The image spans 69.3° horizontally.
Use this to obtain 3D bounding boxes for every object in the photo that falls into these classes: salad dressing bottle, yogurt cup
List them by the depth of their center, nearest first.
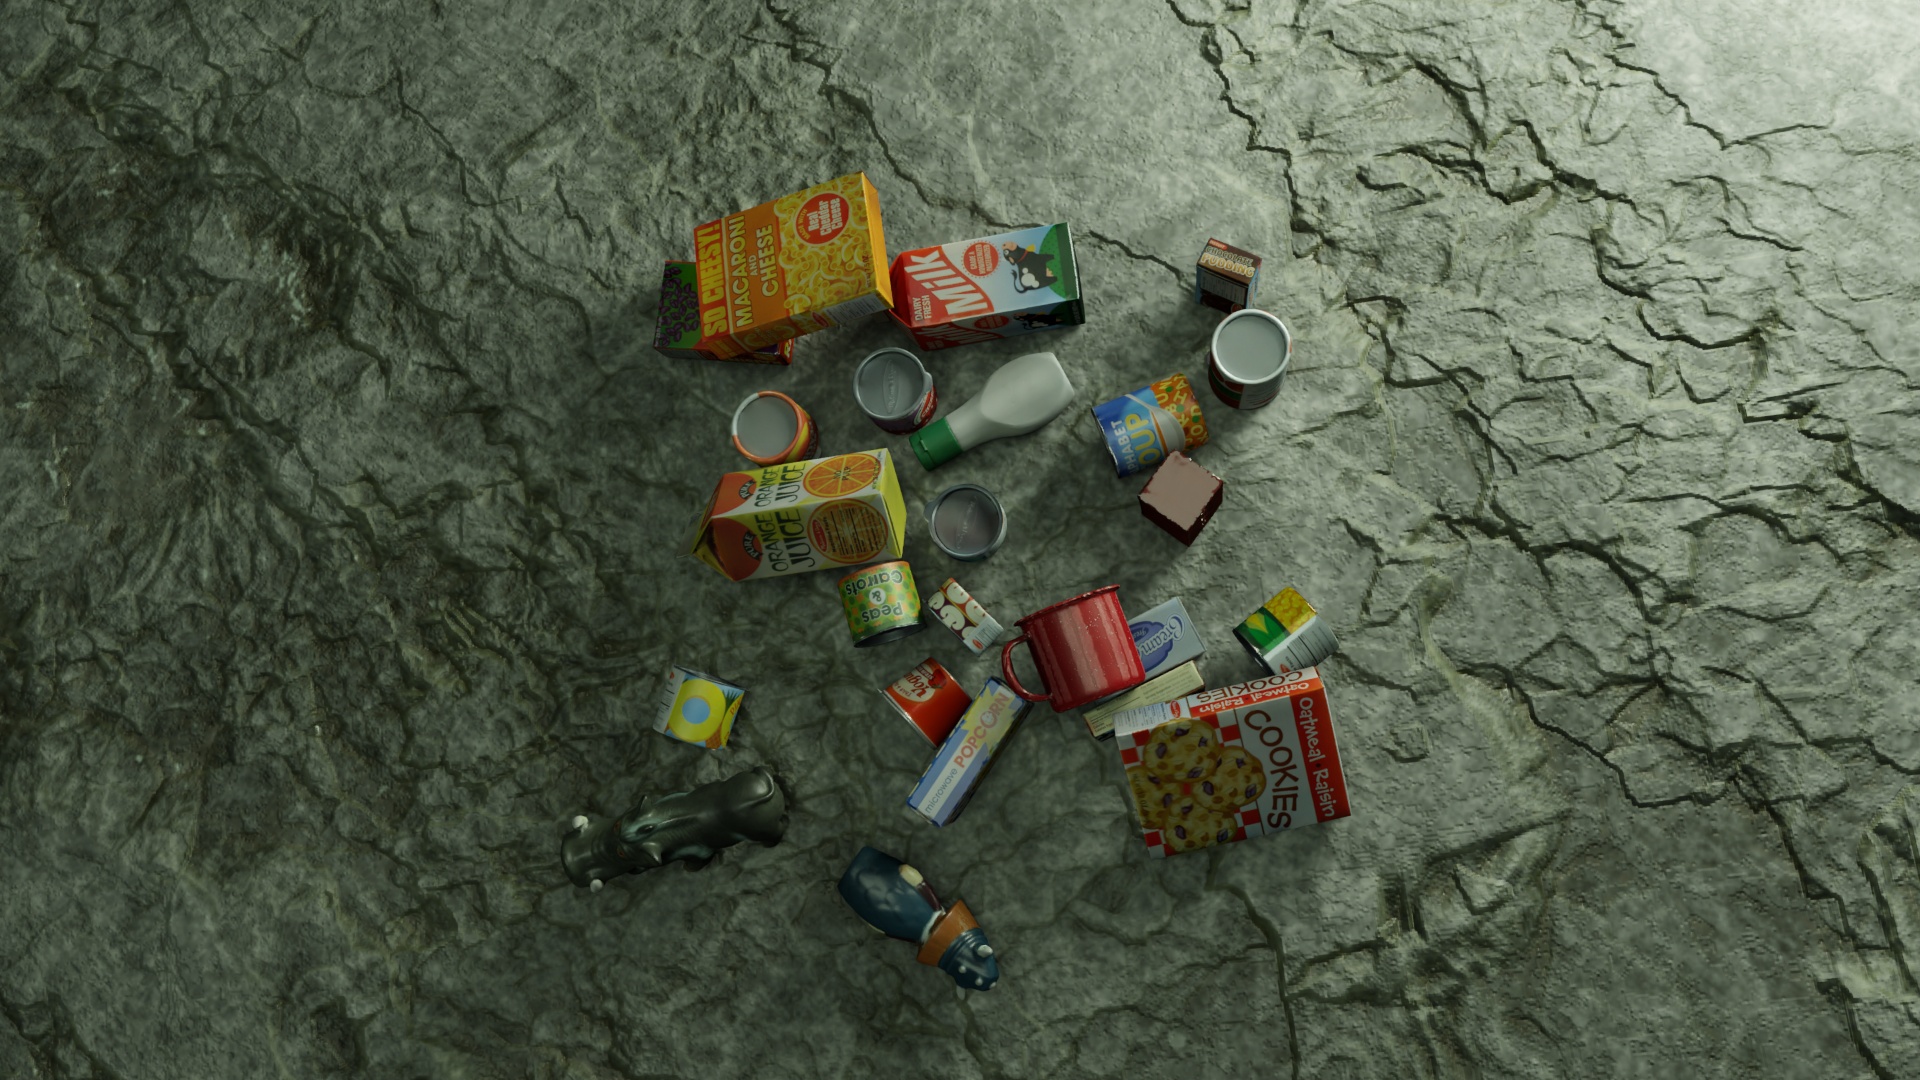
[{"bbox_3d":[-0.026,0.136,1.181,0.054,0.072,0.072,-43,77,-7],"label":"yogurt cup"},{"bbox_3d":[0.026,-0.111,1.224,0.147,0.044,0.064,-28,79,5],"label":"salad dressing bottle"}]

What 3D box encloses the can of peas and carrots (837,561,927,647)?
[{"bbox_3d":[-0.068,0.055,1.197,0.071,0.071,0.059,-18,78,6],"label":"can of peas and carrots"}]

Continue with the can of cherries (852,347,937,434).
[{"bbox_3d":[-0.055,-0.131,1.232,0.071,0.058,0.071,-2,79,9],"label":"can of cherries"}]

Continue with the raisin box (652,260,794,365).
[{"bbox_3d":[-0.215,-0.211,1.282,0.123,0.040,0.086,5,81,10],"label":"raisin box"}]

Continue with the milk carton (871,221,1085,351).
[{"bbox_3d":[0.010,-0.219,1.229,0.190,0.072,0.073,-9,79,8],"label":"milk carton"}]

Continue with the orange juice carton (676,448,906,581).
[{"bbox_3d":[-0.150,-0.019,1.208,0.193,0.072,0.072,-8,124,8],"label":"orange juice carton"}]

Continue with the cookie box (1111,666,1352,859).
[{"bbox_3d":[0.219,0.179,1.116,0.167,0.040,0.122,-14,111,7],"label":"cookie box"}]

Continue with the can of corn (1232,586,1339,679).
[{"bbox_3d":[0.266,0.079,1.141,0.058,0.071,0.071,-39,77,1],"label":"can of corn"}]

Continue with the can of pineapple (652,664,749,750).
[{"bbox_3d":[-0.226,0.146,1.210,0.071,0.071,0.058,18,85,12],"label":"can of pineapple"}]

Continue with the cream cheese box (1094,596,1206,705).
[{"bbox_3d":[0.150,0.094,1.177,0.104,0.024,0.053,-27,78,4],"label":"cream cheese box"}]

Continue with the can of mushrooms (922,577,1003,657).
[{"bbox_3d":[0.002,0.064,1.186,0.071,0.071,0.033,44,90,13],"label":"can of mushrooms"}]

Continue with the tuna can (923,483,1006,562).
[{"bbox_3d":[0.004,-0.015,1.216,0.071,0.033,0.071,-1,80,9],"label":"tuna can"}]

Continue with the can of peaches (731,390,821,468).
[{"bbox_3d":[-0.164,-0.095,1.244,0.071,0.058,0.071,-2,80,10],"label":"can of peaches"}]

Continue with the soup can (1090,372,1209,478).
[{"bbox_3d":[0.162,-0.097,1.184,0.084,0.071,0.071,-22,78,5],"label":"soup can"}]

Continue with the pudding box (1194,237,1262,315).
[{"bbox_3d":[0.228,-0.223,1.188,0.050,0.083,0.030,25,83,13],"label":"pudding box"}]

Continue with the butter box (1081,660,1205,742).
[{"bbox_3d":[0.154,0.135,1.155,0.103,0.053,0.024,-27,75,4],"label":"butter box"}]

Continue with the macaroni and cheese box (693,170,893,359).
[{"bbox_3d":[-0.148,-0.239,1.218,0.166,0.040,0.124,-15,67,15],"label":"macaroni and cheese box"}]

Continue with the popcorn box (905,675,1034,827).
[{"bbox_3d":[0.009,0.176,1.156,0.038,0.085,0.127,34,87,12],"label":"popcorn box"}]

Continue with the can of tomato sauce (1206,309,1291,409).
[{"bbox_3d":[0.242,-0.154,1.174,0.071,0.083,0.071,-1,81,9],"label":"can of tomato sauce"}]
